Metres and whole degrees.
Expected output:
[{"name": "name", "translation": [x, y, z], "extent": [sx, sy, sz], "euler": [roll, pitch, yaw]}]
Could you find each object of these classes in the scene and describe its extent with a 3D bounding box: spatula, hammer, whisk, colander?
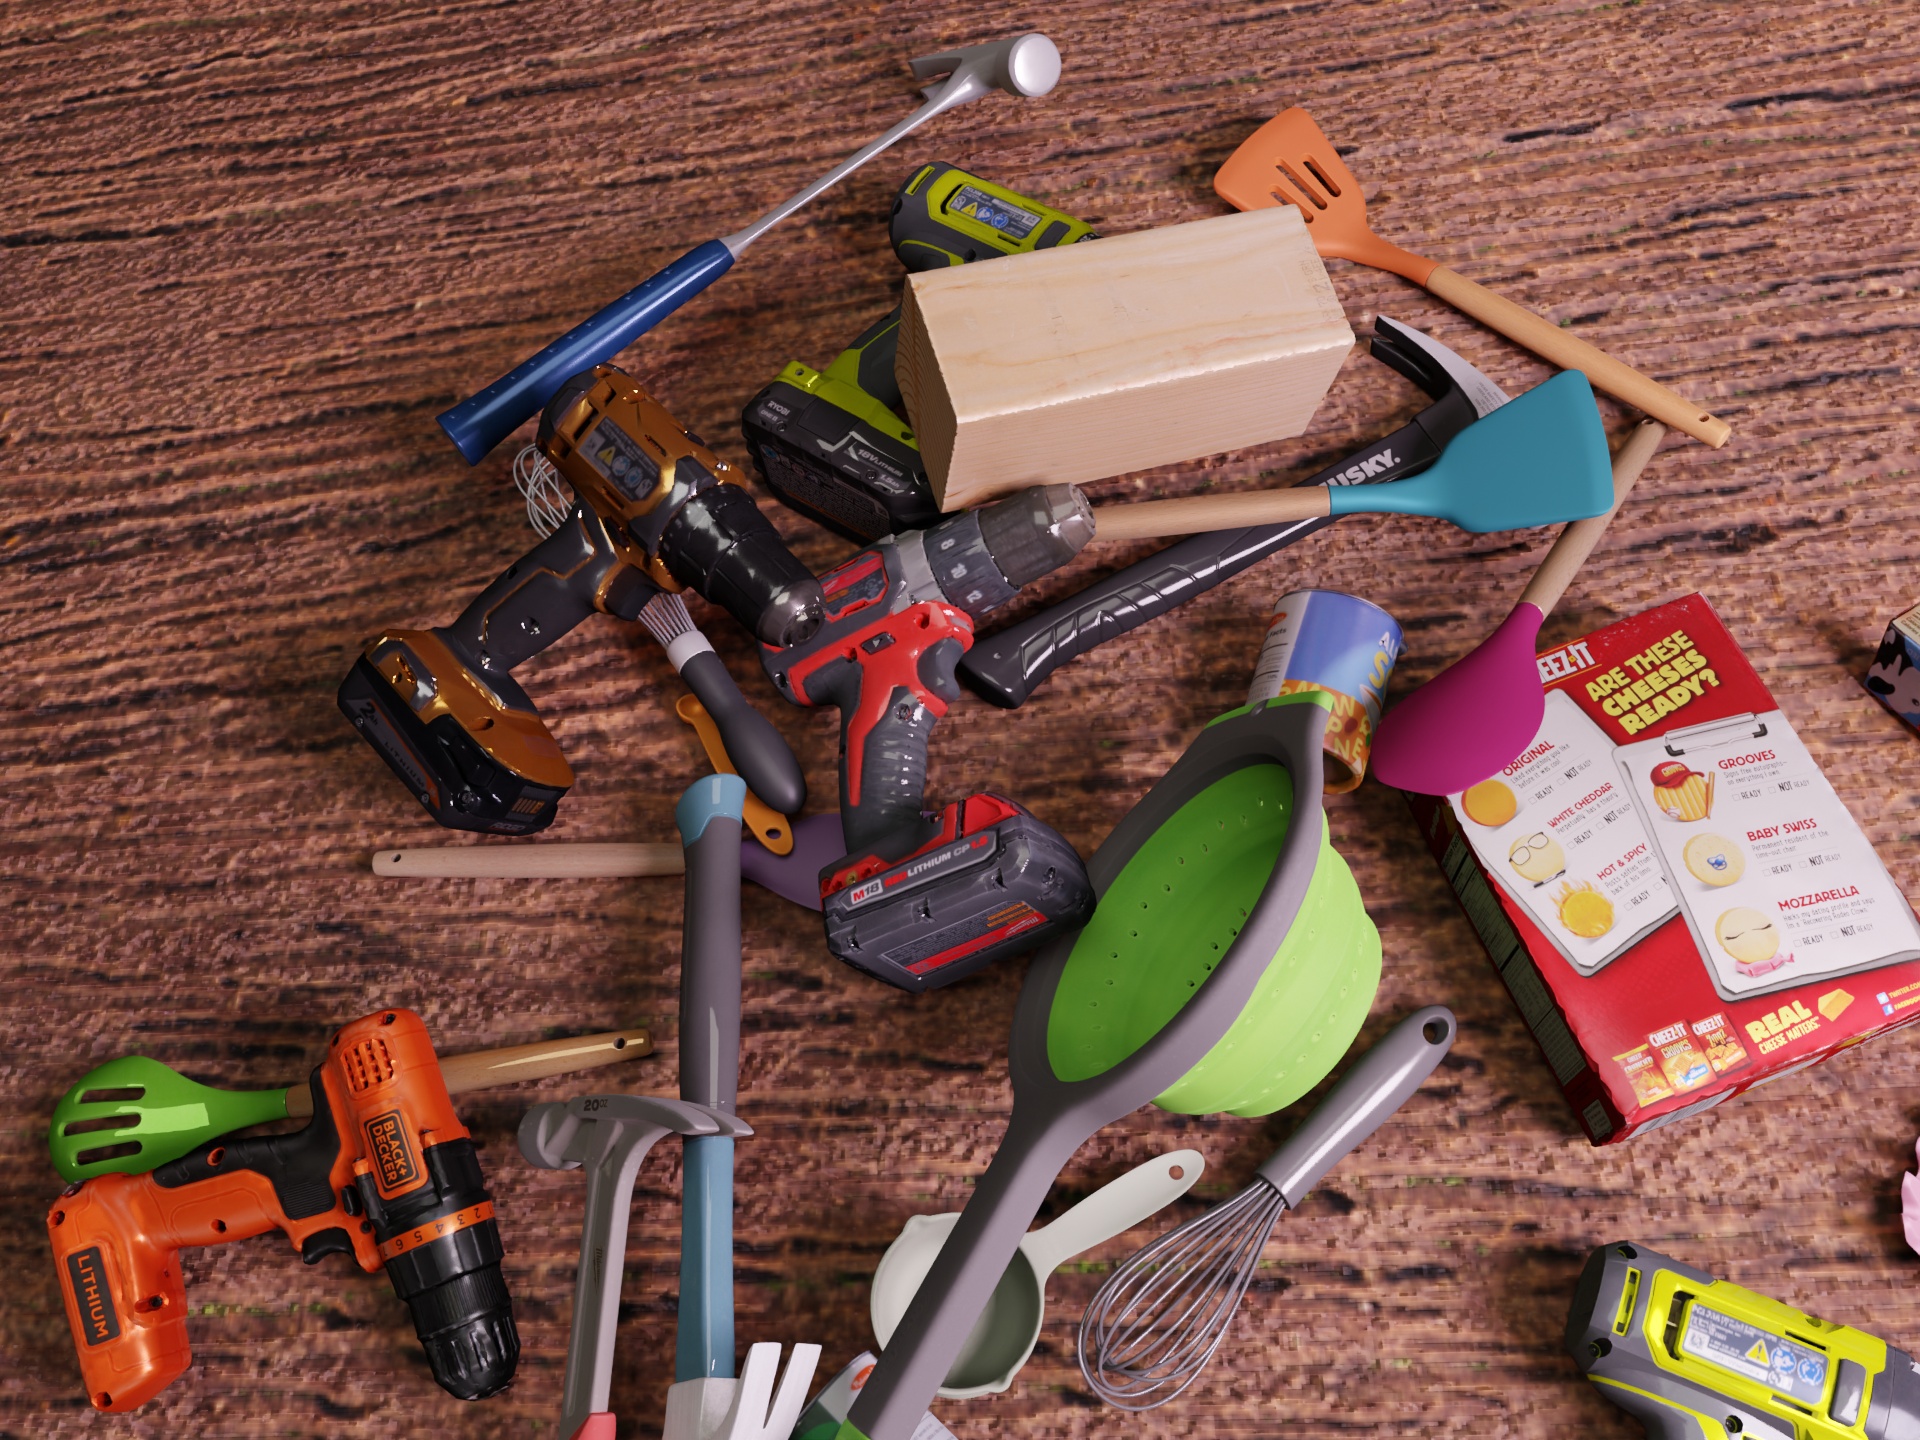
[{"name": "spatula", "translation": [0.287, -0.245, 0.895], "extent": [0.323, 0.041, 0.081], "euler": [39, 75, 25]}, {"name": "hammer", "translation": [-0.156, 0.339, 0.658], "extent": [0.149, 0.036, 0.359], "euler": [-13, 67, 46]}, {"name": "whisk", "translation": [-0.162, -0.060, 0.862], "extent": [0.070, 0.070, 0.285], "euler": [-34, 67, -8]}, {"name": "hammer", "translation": [-0.117, 0.181, 0.733], "extent": [0.128, 0.033, 0.331], "euler": [-30, 53, 41]}, {"name": "whisk", "translation": [0.143, 0.212, 0.713], "extent": [0.239, 0.055, 0.055], "euler": [-40, 67, -16]}, {"name": "spatula", "translation": [-0.153, 0.074, 0.826], "extent": [0.316, 0.018, 0.060], "euler": [-1, 61, 6]}, {"name": "hammer", "translation": [0.147, -0.100, 0.858], "extent": [0.335, 0.035, 0.146], "euler": [-27, 66, -5]}, {"name": "spatula", "translation": [0.164, -0.117, 0.821], "extent": [0.317, 0.044, 0.082], "euler": [-6, 71, 5]}, {"name": "hammer", "translation": [-0.131, -0.281, 0.934], "extent": [0.405, 0.035, 0.144], "euler": [-38, 30, -9]}, {"name": "colander", "translation": [0.077, 0.173, 0.686], "extent": [0.094, 0.204, 0.397], "euler": [37, 72, -13]}]

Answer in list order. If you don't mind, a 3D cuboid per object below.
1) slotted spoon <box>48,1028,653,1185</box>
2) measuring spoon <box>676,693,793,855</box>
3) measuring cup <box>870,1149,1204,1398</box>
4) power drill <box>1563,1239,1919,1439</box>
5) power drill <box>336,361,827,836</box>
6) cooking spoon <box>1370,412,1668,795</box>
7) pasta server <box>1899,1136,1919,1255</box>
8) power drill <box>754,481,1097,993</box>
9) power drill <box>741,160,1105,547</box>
[{"name": "slotted spoon", "translation": [-0.308, 0.184, 0.793], "extent": [0.314, 0.031, 0.070], "euler": [-9, 70, 1]}, {"name": "measuring spoon", "translation": [-0.119, 0.029, 0.840], "extent": [0.021, 0.011, 0.117], "euler": [-20, 56, -28]}, {"name": "measuring cup", "translation": [0.038, 0.243, 0.720], "extent": [0.167, 0.038, 0.083], "euler": [-26, 63, -15]}, {"name": "power drill", "translation": [0.308, 0.341, 0.618], "extent": [0.171, 0.080, 0.223], "euler": [20, 67, 15]}, {"name": "power drill", "translation": [-0.187, -0.043, 0.804], "extent": [0.185, 0.084, 0.226], "euler": [43, 97, 20]}, {"name": "cooking spoon", "translation": [0.288, -0.067, 0.782], "extent": [0.069, 0.017, 0.319], "euler": [12, 45, 38]}, {"name": "pasta server", "translation": [0.487, 0.110, 0.719], "extent": [0.060, 0.040, 0.316], "euler": [18, 68, 26]}, {"name": "power drill", "translation": [-0.001, -0.002, 0.775], "extent": [0.188, 0.080, 0.227], "euler": [-25, 57, 17]}, {"name": "power drill", "translation": [0.004, -0.202, 0.901], "extent": [0.191, 0.080, 0.228], "euler": [30, 70, 18]}]
